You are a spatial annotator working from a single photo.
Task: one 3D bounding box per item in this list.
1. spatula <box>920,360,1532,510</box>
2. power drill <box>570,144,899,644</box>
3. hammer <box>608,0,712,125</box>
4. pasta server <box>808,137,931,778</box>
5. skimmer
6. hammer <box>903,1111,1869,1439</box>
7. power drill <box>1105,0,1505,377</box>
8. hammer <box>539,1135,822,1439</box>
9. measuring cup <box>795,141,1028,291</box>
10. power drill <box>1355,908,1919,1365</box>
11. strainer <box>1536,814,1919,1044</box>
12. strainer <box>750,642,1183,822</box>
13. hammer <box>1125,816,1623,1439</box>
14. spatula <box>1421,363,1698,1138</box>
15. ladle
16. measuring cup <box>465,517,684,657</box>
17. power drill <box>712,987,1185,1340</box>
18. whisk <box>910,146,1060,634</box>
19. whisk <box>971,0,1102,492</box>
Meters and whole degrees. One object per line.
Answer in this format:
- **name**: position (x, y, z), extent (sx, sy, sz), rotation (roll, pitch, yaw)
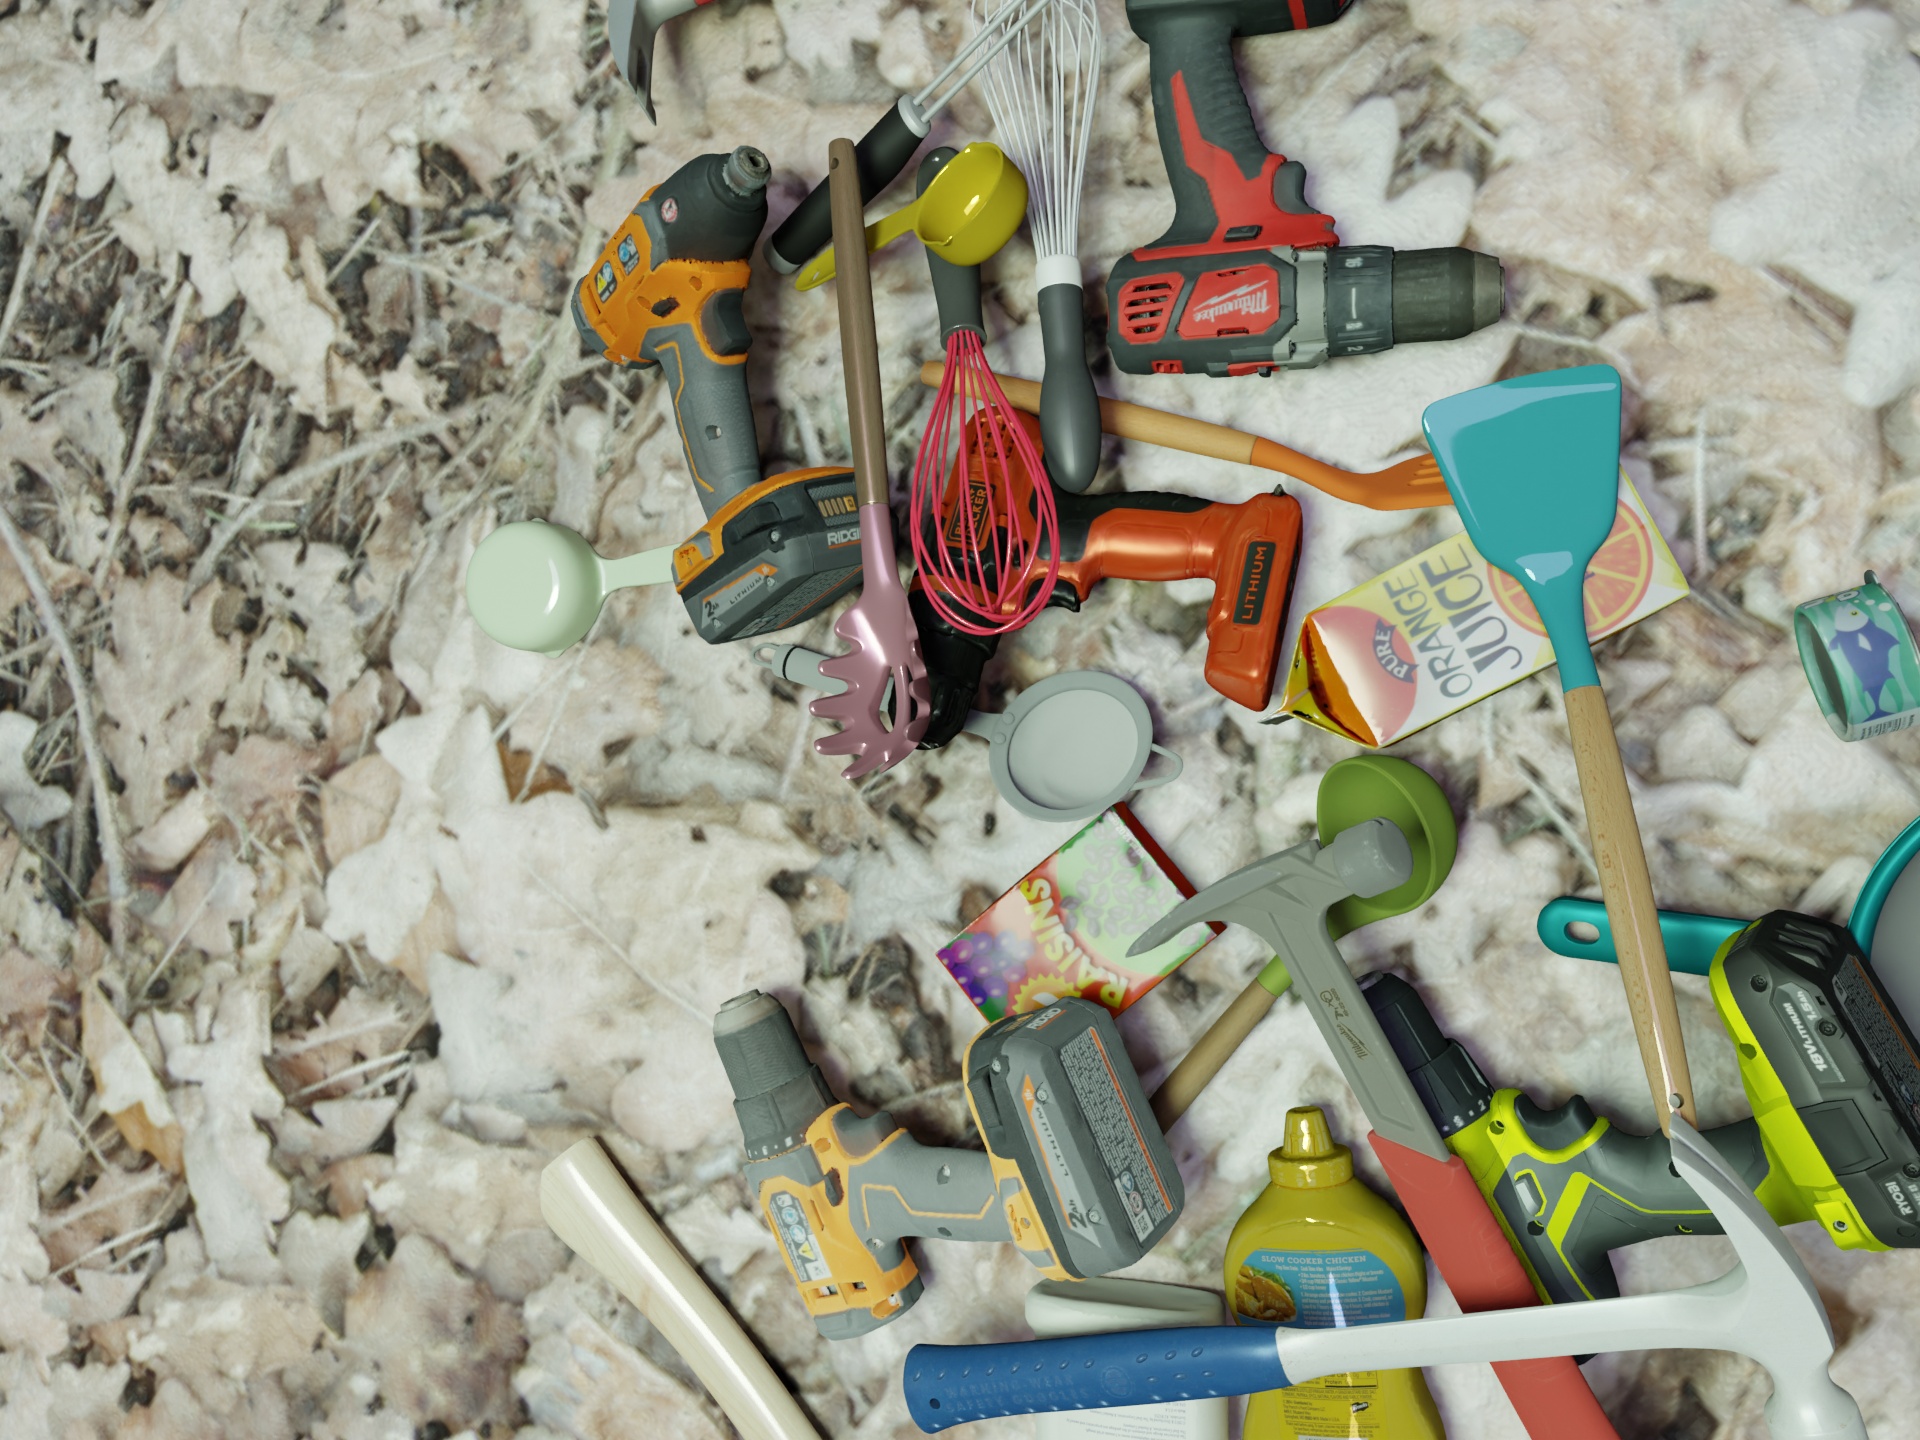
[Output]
- **spatula**: position (0.125, -0.148, 0.792), extent (0.323, 0.081, 0.041), rotation (18, 127, 21)
- **power drill**: position (-0.115, -0.170, 0.819), extent (0.164, 0.084, 0.226), rotation (-29, 81, 50)
- **hammer**: position (0.000, -0.414, 0.812), extent (0.386, 0.038, 0.143), rotation (-11, 60, 14)
- **pasta server**: position (-0.048, -0.130, 0.760), extent (0.060, 0.040, 0.316), rotation (-10, 81, 33)
- **skimmer**: position (-0.003, -0.329, 0.739), extent (0.363, 0.090, 0.127), rotation (-32, 69, 39)
- **hammer**: position (0.150, 0.268, 0.687), extent (0.405, 0.035, 0.144), rotation (-18, 97, 28)
- **power drill**: position (0.163, -0.281, 0.766), extent (0.188, 0.080, 0.226), rotation (0, 93, 17)
- **hammer**: position (-0.086, 0.393, 0.867), extent (0.146, 0.038, 0.411), rotation (-43, 78, 12)
- **measuring cup**: position (-0.026, -0.239, 0.799), extent (0.156, 0.029, 0.062), rotation (-11, 58, 46)
- **power drill**: position (0.289, 0.172, 0.700), extent (0.228, 0.080, 0.190), rotation (-34, 81, 38)
- **strainer**: position (0.433, 0.099, 0.684), extent (0.340, 0.095, 0.211), rotation (4, 104, 38)
- **strainer**: position (-0.001, -0.003, 0.836), extent (0.258, 0.050, 0.087), rotation (18, 69, 22)
- **hammer**: position (0.212, 0.226, 0.706), extent (0.149, 0.036, 0.359), rotation (-33, 82, 40)
- **spatula**: position (0.262, 0.010, 0.657), extent (0.082, 0.044, 0.318), rotation (-11, 74, 14)
- **ladle**: position (0.130, 0.150, 0.789), extent (0.320, 0.062, 0.078), rotation (-53, 50, 14)
- **measuring cup**: position (-0.205, -0.084, 0.898), extent (0.167, 0.038, 0.083), rotation (-9, 88, 18)
- **power drill**: position (-0.022, 0.204, 0.798), extent (0.226, 0.084, 0.185), rotation (-25, 87, 35)
- **whisk**: position (0.002, -0.172, 0.783), extent (0.073, 0.073, 0.296), rotation (-14, 62, 17)
- **whisk**: position (0.046, -0.250, 0.791), extent (0.070, 0.070, 0.285), rotation (-7, 80, 17)
